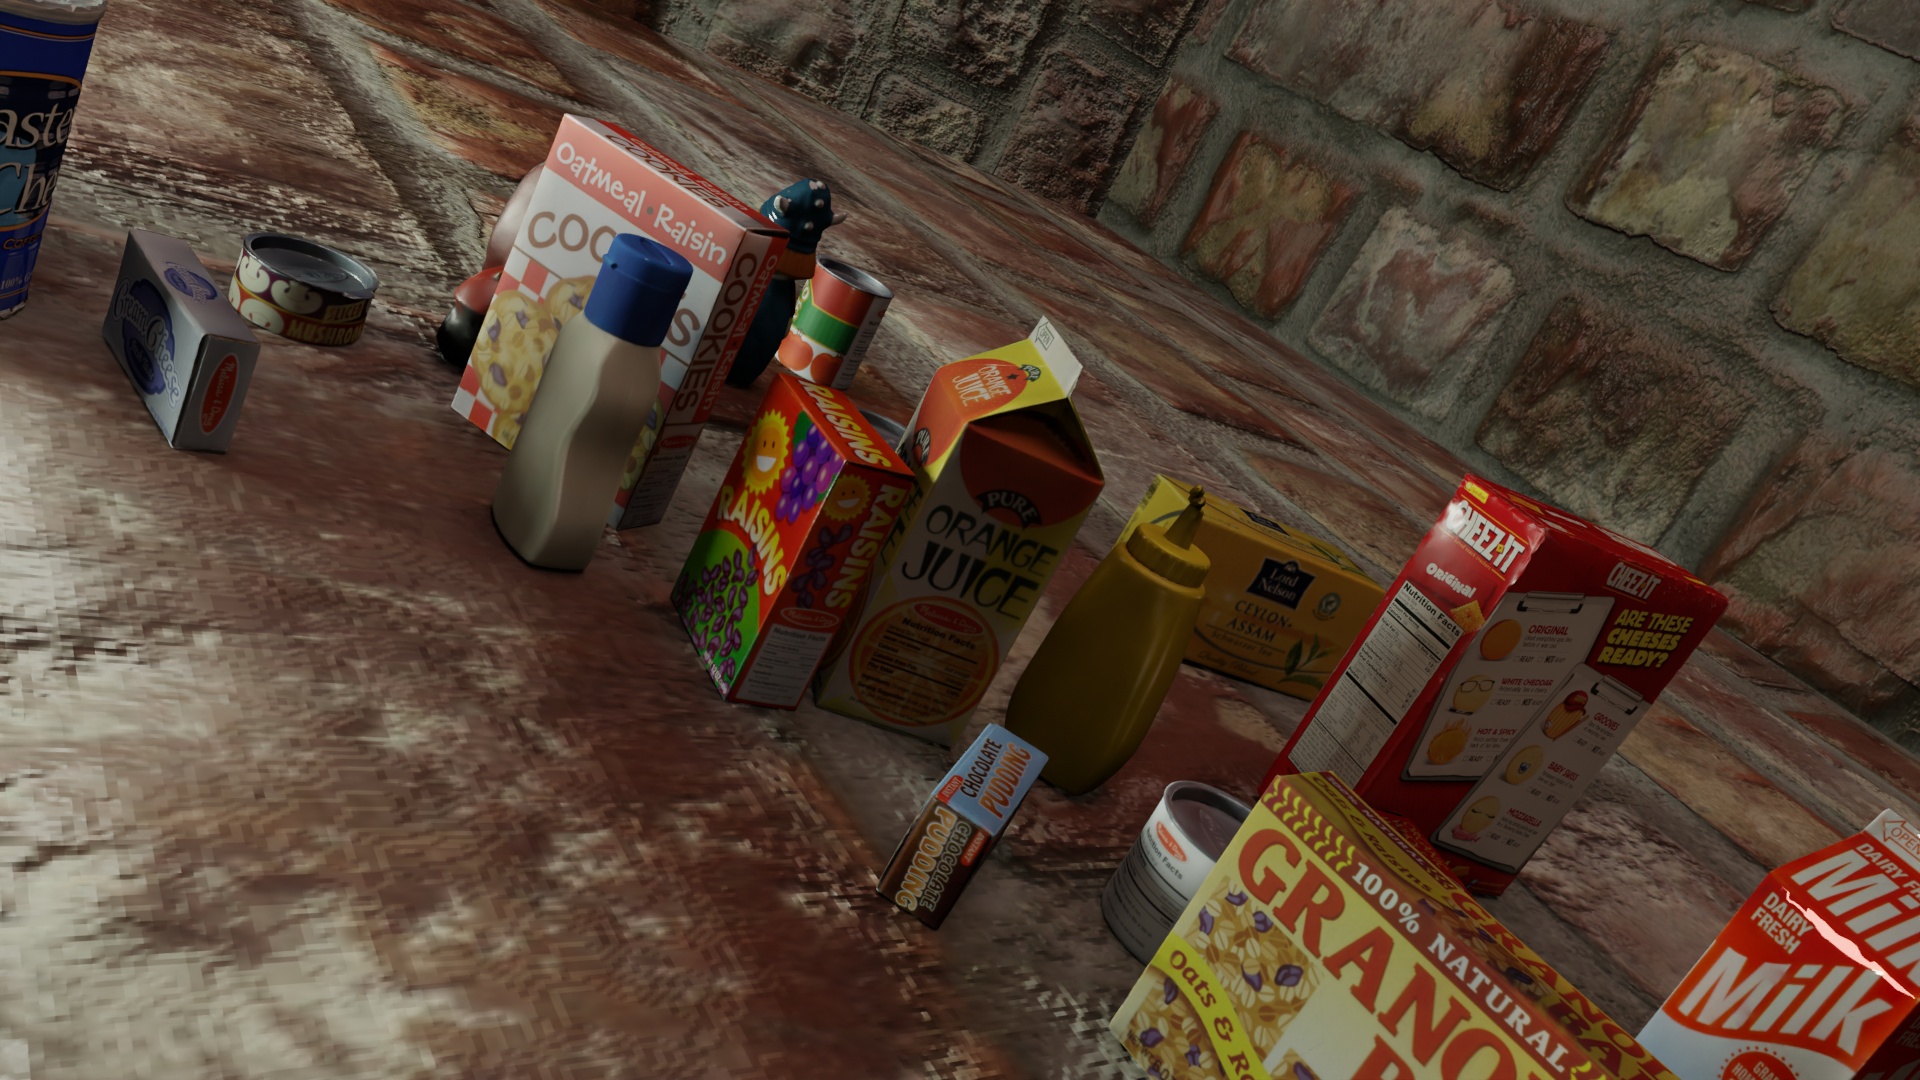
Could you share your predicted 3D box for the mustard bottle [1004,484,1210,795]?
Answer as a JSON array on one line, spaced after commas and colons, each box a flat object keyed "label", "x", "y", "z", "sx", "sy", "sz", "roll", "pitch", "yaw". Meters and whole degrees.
[{"label": "mustard bottle", "x": 0.079, "y": 0.044, "z": 0.660, "sx": 0.065, "sy": 0.159, "sz": 0.049, "roll": 35, "pitch": 20, "yaw": 21}]

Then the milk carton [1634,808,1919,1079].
[{"label": "milk carton", "x": 0.342, "y": 0.204, "z": 0.562, "sx": 0.073, "sy": 0.190, "sz": 0.072, "roll": 18, "pitch": 21, "yaw": -27}]

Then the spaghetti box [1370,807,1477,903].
[{"label": "spaghetti box", "x": 0.233, "y": 0.212, "z": 0.607, "sx": 0.029, "sy": 0.050, "sz": 0.251, "roll": 20, "pitch": 20, "yaw": -23}]

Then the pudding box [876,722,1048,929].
[{"label": "pudding box", "x": 0.002, "y": 0.111, "z": 0.552, "sx": 0.030, "sy": 0.049, "sz": 0.084, "roll": 31, "pitch": 19, "yaw": 9}]

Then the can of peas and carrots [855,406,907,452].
[{"label": "can of peas and carrots", "x": -0.060, "y": -0.042, "z": 0.846, "sx": 0.071, "sy": 0.058, "sz": 0.071, "roll": 25, "pitch": 19, "yaw": -9}]

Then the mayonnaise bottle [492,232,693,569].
[{"label": "mayonnaise bottle", "x": -0.163, "y": -0.062, "z": 0.619, "sx": 0.041, "sy": 0.147, "sz": 0.065, "roll": 10, "pitch": 25, "yaw": -43}]

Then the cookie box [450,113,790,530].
[{"label": "cookie box", "x": -0.173, "y": -0.109, "z": 0.696, "sx": 0.123, "sy": 0.167, "sz": 0.040, "roll": 34, "pitch": 19, "yaw": 18}]

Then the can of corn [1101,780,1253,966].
[{"label": "can of corn", "x": 0.103, "y": 0.146, "z": 0.587, "sx": 0.071, "sy": 0.058, "sz": 0.071, "roll": 25, "pitch": 19, "yaw": -9}]

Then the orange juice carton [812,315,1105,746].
[{"label": "orange juice carton", "x": 0.002, "y": -0.008, "z": 0.637, "sx": 0.073, "sy": 0.192, "sz": 0.072, "roll": 21, "pitch": 20, "yaw": -20}]

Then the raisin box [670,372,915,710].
[{"label": "raisin box", "x": -0.077, "y": 0.000, "z": 0.615, "sx": 0.040, "sy": 0.123, "sz": 0.086, "roll": 14, "pitch": 23, "yaw": -36}]

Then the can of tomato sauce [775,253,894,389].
[{"label": "can of tomato sauce", "x": -0.101, "y": -0.170, "z": 1.082, "sx": 0.071, "sy": 0.082, "sz": 0.071, "roll": 25, "pitch": 19, "yaw": -9}]

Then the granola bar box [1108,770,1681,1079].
[{"label": "granola bar box", "x": 0.141, "y": 0.176, "z": 0.458, "sx": 0.039, "sy": 0.123, "sz": 0.166, "roll": 8, "pitch": 27, "yaw": -46}]

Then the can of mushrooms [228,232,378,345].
[{"label": "can of mushrooms", "x": -0.341, "y": -0.130, "z": 0.725, "sx": 0.071, "sy": 0.033, "sz": 0.071, "roll": 25, "pitch": 19, "yaw": -9}]

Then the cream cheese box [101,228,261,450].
[{"label": "cream cheese box", "x": -0.334, "y": -0.086, "z": 0.592, "sx": 0.024, "sy": 0.053, "sz": 0.104, "roll": 5, "pitch": 30, "yaw": -50}]
